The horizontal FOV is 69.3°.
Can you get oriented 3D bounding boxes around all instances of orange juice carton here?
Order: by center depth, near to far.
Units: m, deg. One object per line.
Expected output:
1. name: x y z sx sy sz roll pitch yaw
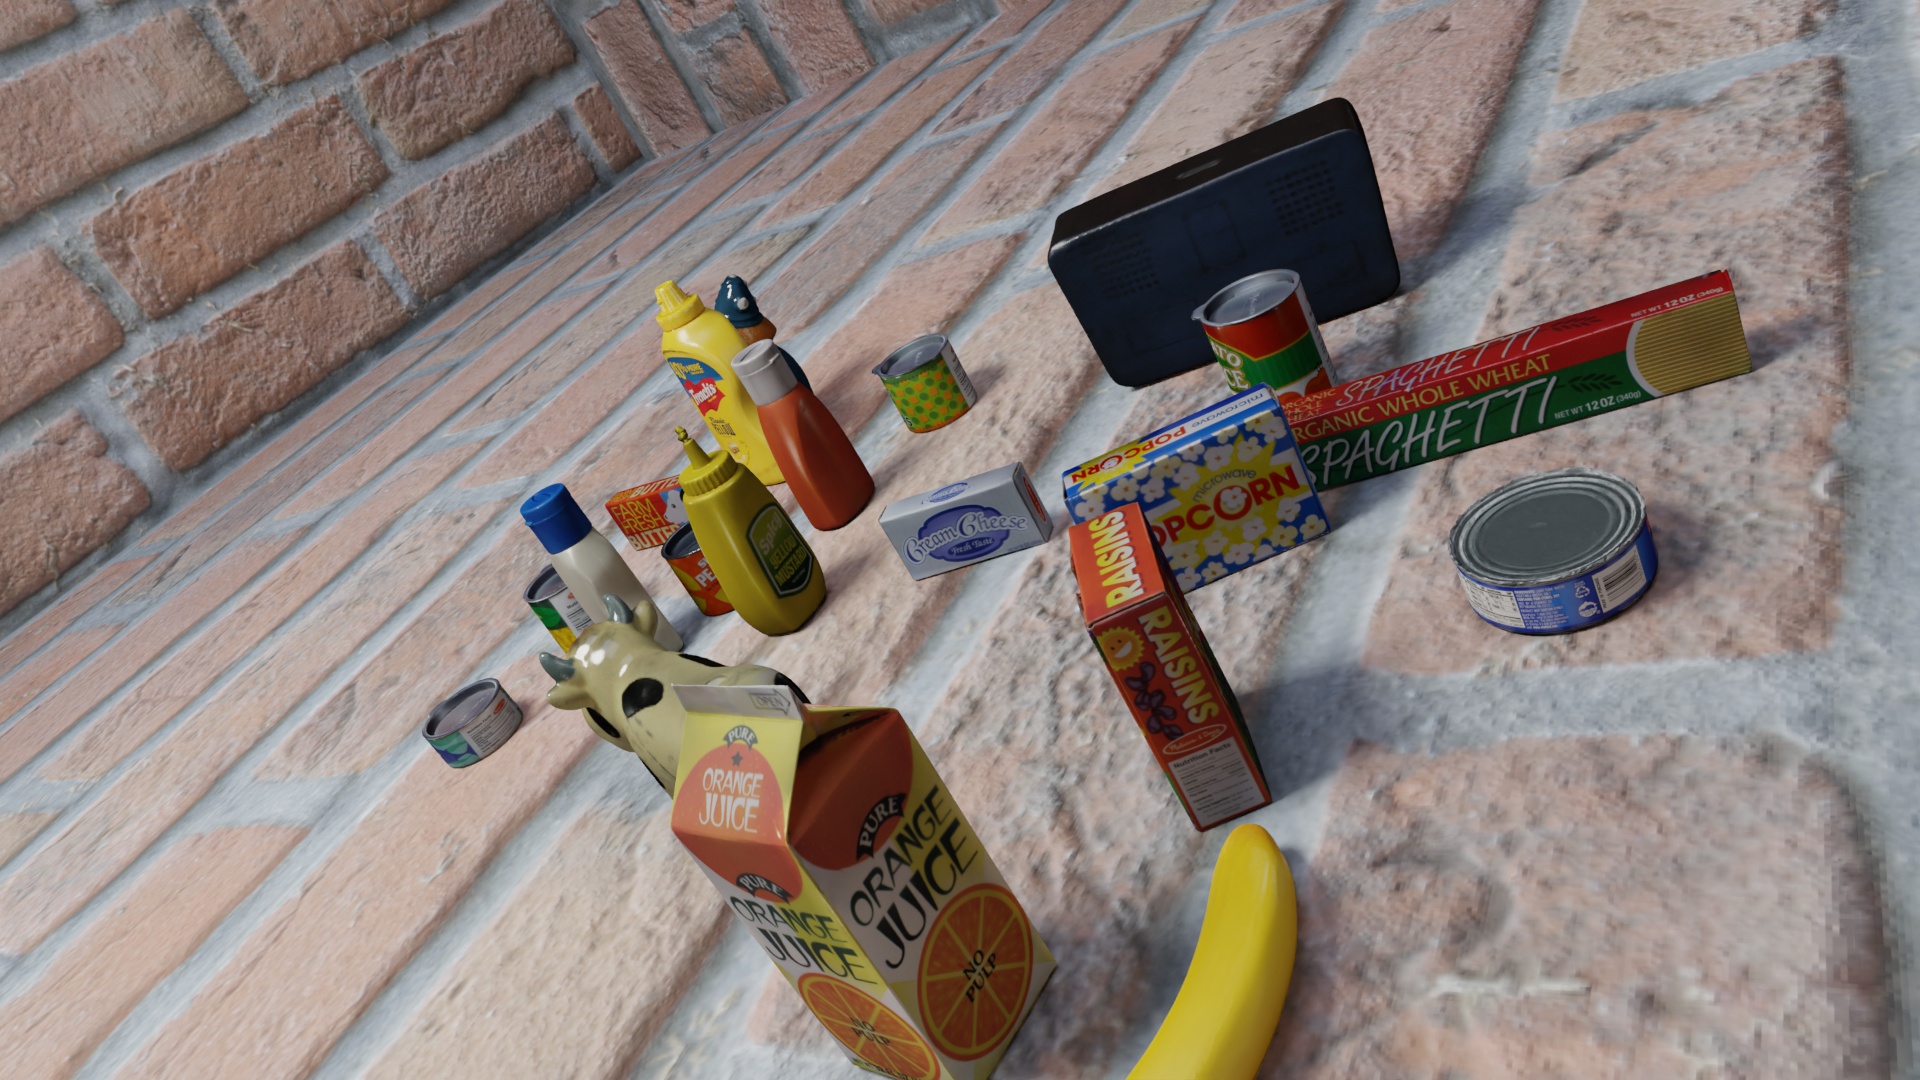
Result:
1. orange juice carton: -0.044 0.128 0.551 0.071 0.192 0.073 -3 36 43

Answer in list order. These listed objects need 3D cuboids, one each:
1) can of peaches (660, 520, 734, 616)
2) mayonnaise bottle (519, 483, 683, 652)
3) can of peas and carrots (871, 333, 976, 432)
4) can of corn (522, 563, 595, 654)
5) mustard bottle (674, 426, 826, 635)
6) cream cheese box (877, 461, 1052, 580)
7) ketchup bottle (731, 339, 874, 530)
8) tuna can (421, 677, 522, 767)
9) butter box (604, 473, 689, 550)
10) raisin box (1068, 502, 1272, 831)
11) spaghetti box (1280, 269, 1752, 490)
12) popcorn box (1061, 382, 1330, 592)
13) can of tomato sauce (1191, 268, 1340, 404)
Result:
1. can of peaches: -0.182 0.016 1.049 0.071 0.058 0.071 -23 26 12
2. mayonnaise bottle: -0.261 0.027 1.004 0.041 0.147 0.065 -44 29 -28
3. can of peas and carrots: -0.030 -0.130 1.159 0.071 0.058 0.071 -23 26 12
4. can of corn: -0.306 0.049 1.112 0.071 0.058 0.071 -23 26 12
5. mustard bottle: -0.151 -0.011 0.948 0.048 0.159 0.066 -9 32 36
6. cream cheese box: 0.003 -0.011 0.917 0.103 0.053 0.024 -17 28 24
7. ketchup bottle: -0.122 -0.083 1.062 0.043 0.148 0.065 -8 33 37
8. tuna can: -0.368 0.137 1.044 0.071 0.032 0.071 -23 26 12
9. butter box: -0.255 -0.026 1.203 0.103 0.053 0.024 -12 31 32
10. raisin box: 0.092 0.055 0.626 0.040 0.123 0.086 -24 26 11
11. spaghetti box: 0.289 -0.081 0.759 0.249 0.050 0.029 -16 28 24
12. popcorn box: 0.130 -0.022 0.771 0.126 0.085 0.038 -24 26 10
13. can of tomato sauce: 0.196 -0.120 0.885 0.071 0.083 0.071 -23 26 12
